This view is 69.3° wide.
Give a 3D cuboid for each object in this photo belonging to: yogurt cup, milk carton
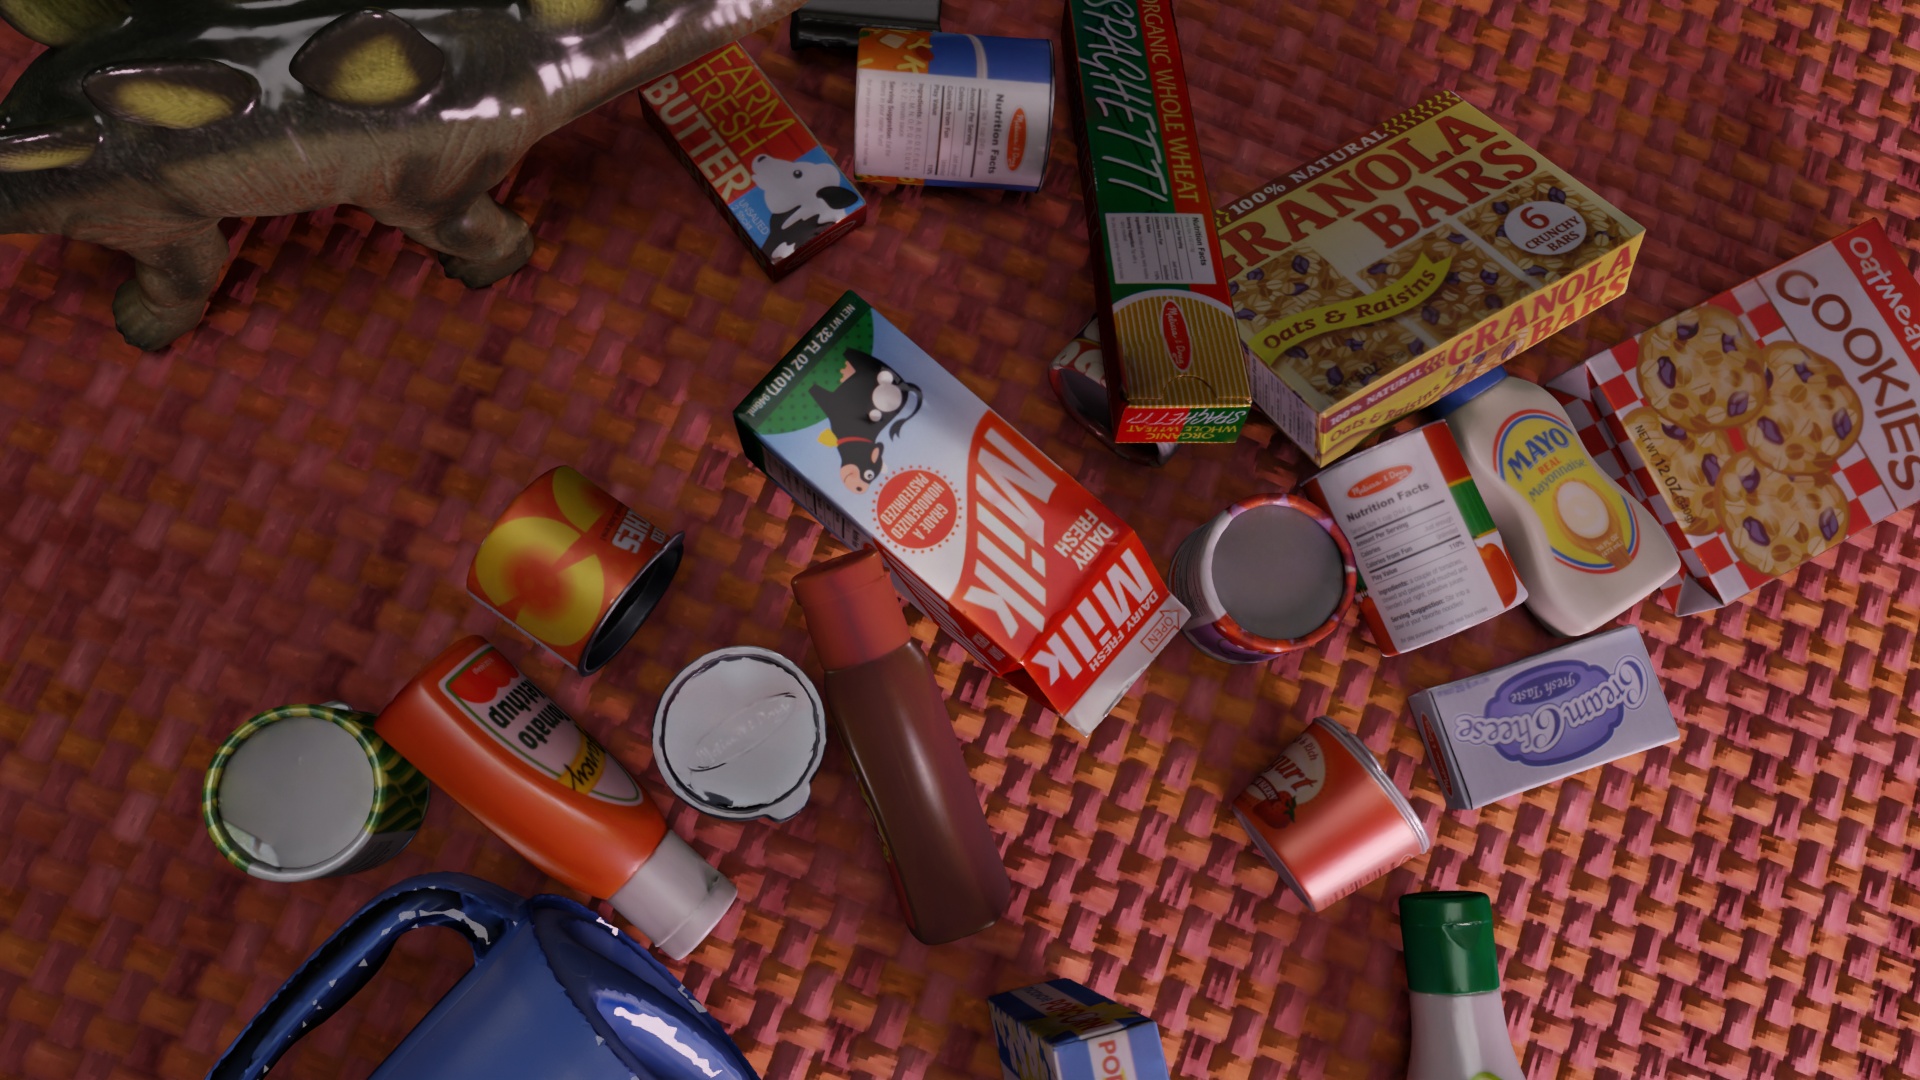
[{"bbox_3d":[0.148,0.114,0.569,0.054,0.072,0.072,-37,84,-2],"label":"yogurt cup"},{"bbox_3d":[0.002,-0.007,0.573,0.190,0.073,0.072,42,79,3],"label":"milk carton"}]

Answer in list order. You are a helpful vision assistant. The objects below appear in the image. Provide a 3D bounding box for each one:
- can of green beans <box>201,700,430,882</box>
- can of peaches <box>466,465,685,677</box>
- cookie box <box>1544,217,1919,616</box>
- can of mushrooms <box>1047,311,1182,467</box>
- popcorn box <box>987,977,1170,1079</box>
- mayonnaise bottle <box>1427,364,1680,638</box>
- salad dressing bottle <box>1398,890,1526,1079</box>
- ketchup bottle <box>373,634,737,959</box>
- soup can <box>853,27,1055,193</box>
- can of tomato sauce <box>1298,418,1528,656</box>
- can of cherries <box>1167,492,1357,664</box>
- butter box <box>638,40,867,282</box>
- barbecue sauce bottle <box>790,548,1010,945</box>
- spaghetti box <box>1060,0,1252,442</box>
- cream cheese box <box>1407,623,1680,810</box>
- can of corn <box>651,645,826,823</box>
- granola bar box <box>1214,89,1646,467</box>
[{"bbox_3d":[-0.247,0.097,0.537,0.071,0.057,0.071,1,79,-5],"label":"can of green beans"},{"bbox_3d":[-0.153,0.010,0.559,0.058,0.071,0.071,34,78,3],"label":"can of peaches"},{"bbox_3d":[0.374,-0.058,0.634,0.168,0.040,0.123,-25,82,-10],"label":"cookie box"},{"bbox_3d":[0.071,-0.065,0.597,0.071,0.071,0.033,40,80,3],"label":"can of mushrooms"},{"bbox_3d":[0.046,0.212,0.507,0.038,0.126,0.085,-9,80,-11],"label":"popcorn box"},{"bbox_3d":[0.249,-0.033,0.617,0.065,0.041,0.148,-32,83,-10],"label":"mayonnaise bottle"},{"bbox_3d":[0.204,0.219,0.562,0.064,0.044,0.148,-3,79,-5],"label":"salad dressing bottle"},{"bbox_3d":[-0.155,0.103,0.545,0.149,0.065,0.043,43,103,-5],"label":"ketchup bottle"},{"bbox_3d":[-0.004,-0.191,0.615,0.084,0.071,0.071,3,79,-4],"label":"soup can"},{"bbox_3d":[0.194,-0.001,0.595,0.071,0.071,0.083,-22,82,-9],"label":"can of tomato sauce"},{"bbox_3d":[0.129,0.017,0.588,0.071,0.058,0.071,1,79,-5],"label":"can of cherries"},{"bbox_3d":[-0.093,-0.172,0.622,0.053,0.024,0.103,-37,85,-11],"label":"butter box"},{"bbox_3d":[-0.024,0.078,0.542,0.044,0.065,0.148,-19,97,0],"label":"barbecue sauce bottle"},{"bbox_3d":[0.078,-0.148,0.587,0.050,0.028,0.251,0,57,-5],"label":"spaghetti box"},{"bbox_3d":[0.254,0.076,0.605,0.104,0.024,0.053,-16,81,-8],"label":"cream cheese box"},{"bbox_3d":[-0.085,0.080,0.555,0.071,0.058,0.071,1,79,-5],"label":"can of corn"},{"bbox_3d":[0.185,-0.118,0.604,0.166,0.039,0.124,-29,54,-10],"label":"granola bar box"}]
